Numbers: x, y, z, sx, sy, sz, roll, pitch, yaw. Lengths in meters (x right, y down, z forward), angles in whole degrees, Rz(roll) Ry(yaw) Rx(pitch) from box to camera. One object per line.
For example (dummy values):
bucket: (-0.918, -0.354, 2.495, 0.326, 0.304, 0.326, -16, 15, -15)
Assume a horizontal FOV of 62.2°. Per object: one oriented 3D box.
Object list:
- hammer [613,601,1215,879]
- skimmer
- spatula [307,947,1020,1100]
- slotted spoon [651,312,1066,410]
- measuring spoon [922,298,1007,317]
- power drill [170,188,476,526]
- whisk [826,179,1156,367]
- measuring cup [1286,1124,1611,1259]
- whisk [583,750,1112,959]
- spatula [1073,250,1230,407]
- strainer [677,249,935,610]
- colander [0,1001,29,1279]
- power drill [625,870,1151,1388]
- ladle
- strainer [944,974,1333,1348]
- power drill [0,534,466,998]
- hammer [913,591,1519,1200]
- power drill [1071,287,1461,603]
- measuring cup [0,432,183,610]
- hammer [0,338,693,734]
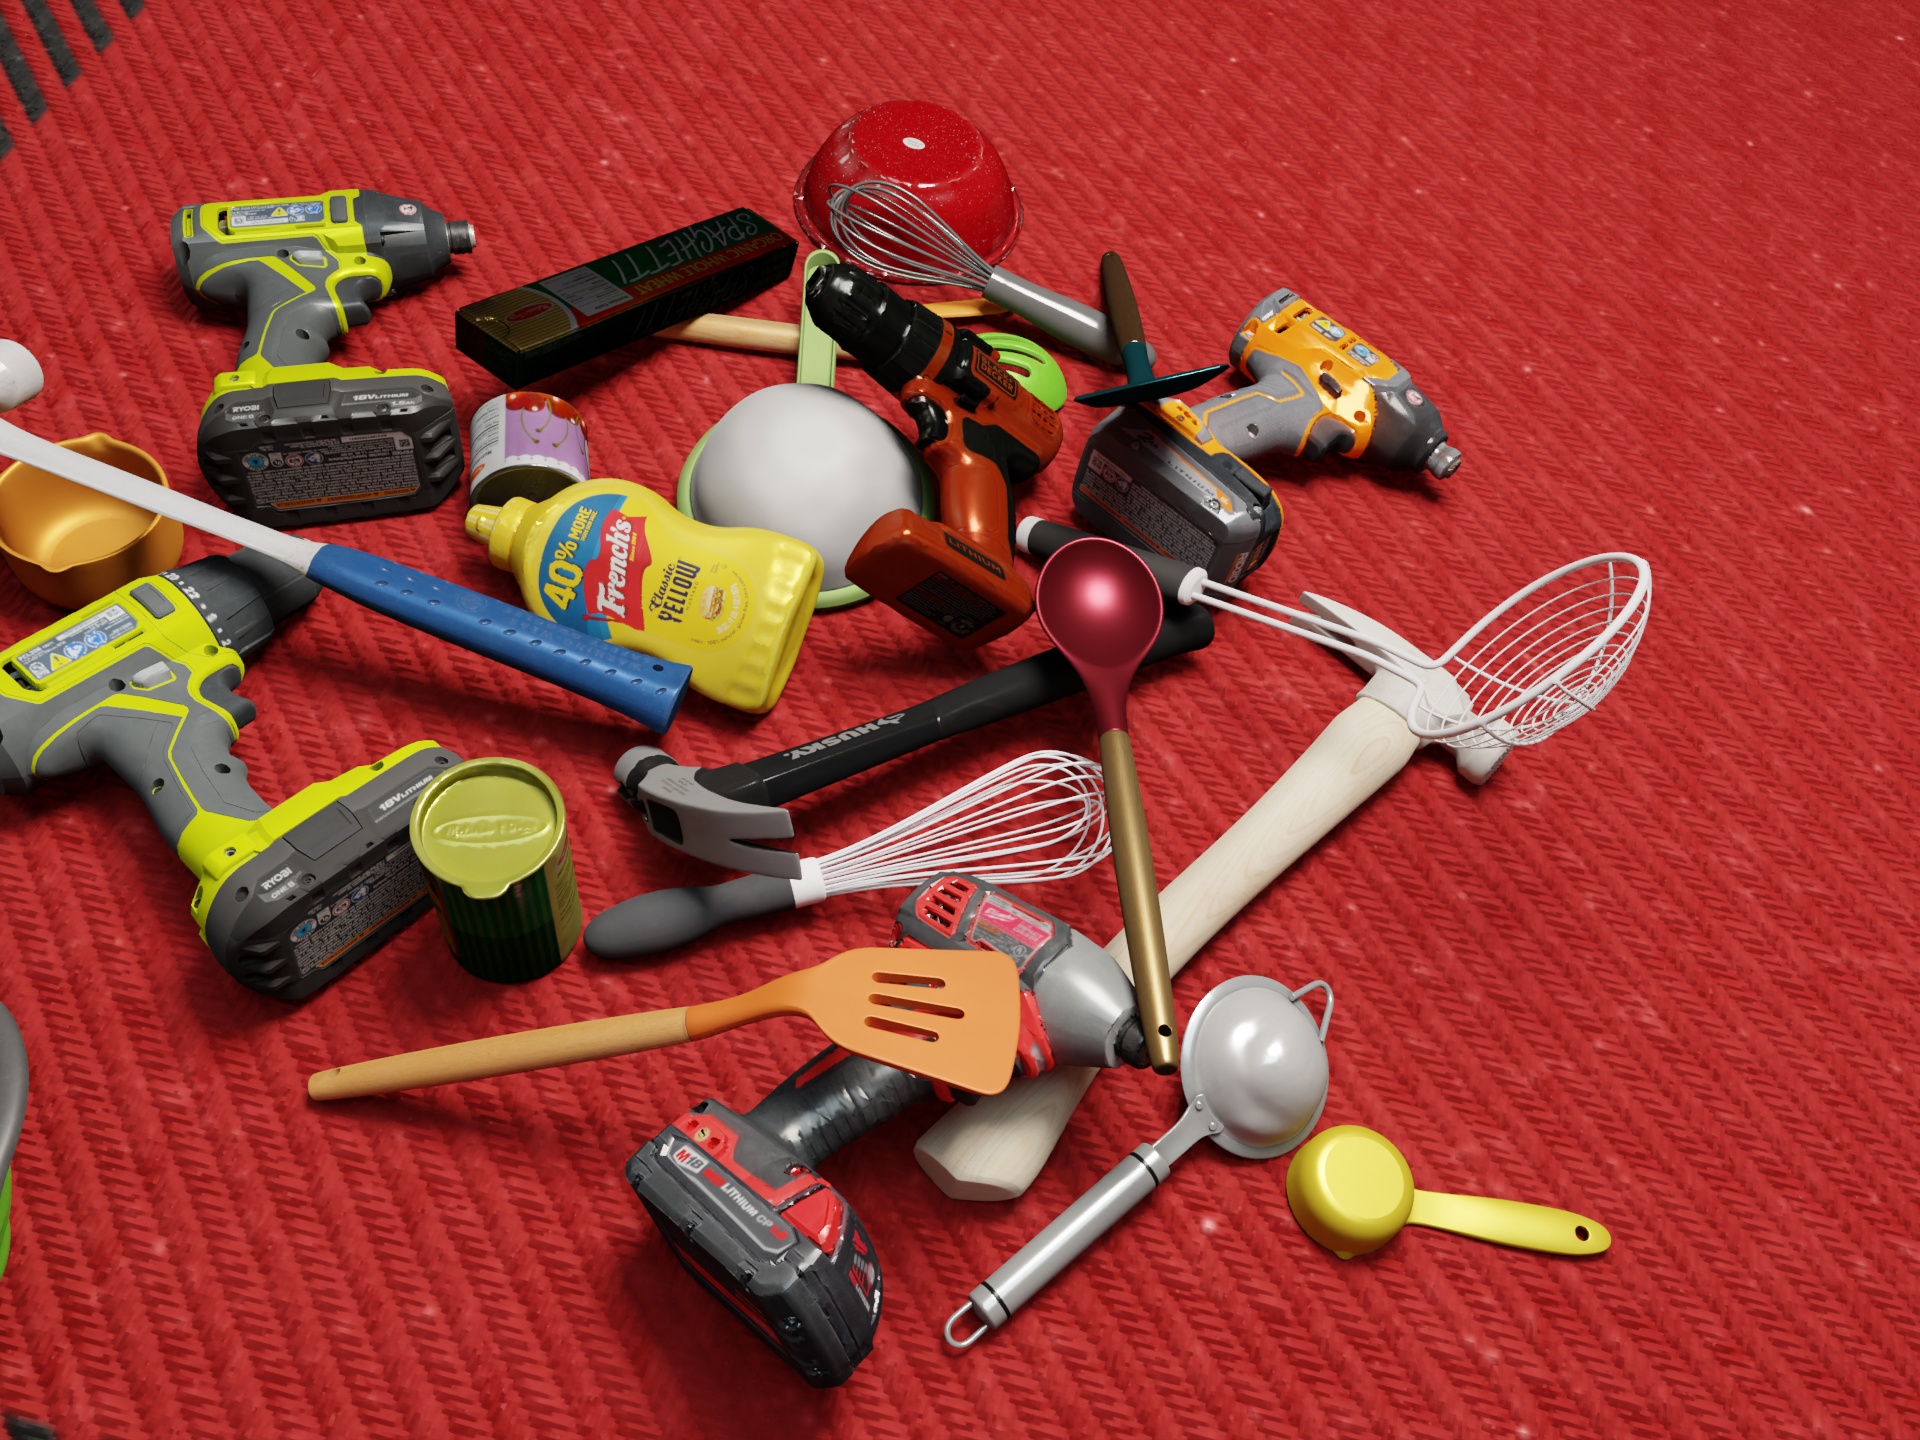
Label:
hammer: (-0.001, -0.003, 0.831, 0.334, 0.035, 0.146, -21, 24, -27)
skimmer: (0.166, -0.074, 0.819, 0.363, 0.090, 0.127, 23, 58, 36)
spatula: (-0.135, 0.142, 0.687, 0.322, 0.041, 0.081, -11, 34, 13)
slotted spoon: (-0.086, -0.238, 1.009, 0.313, 0.031, 0.070, 7, 49, -2)
measuring spoon: (-0.013, -0.272, 1.039, 0.117, 0.011, 0.021, -11, 40, -26)
power drill: (-0.364, -0.225, 0.930, 0.171, 0.080, 0.223, -9, 56, -14)
whisk: (0.021, -0.285, 1.028, 0.239, 0.055, 0.055, 25, 56, -6)
measuring cup: (0.233, 0.227, 0.745, 0.156, 0.029, 0.062, 10, 56, 0)
whisk: (-0.046, 0.073, 0.793, 0.284, 0.070, 0.070, -15, 60, -12)
spatula: (0.102, -0.242, 0.962, 0.082, 0.044, 0.318, -12, 32, 7)
strainer: (-0.086, -0.190, 0.933, 0.151, 0.069, 0.257, 3, 64, -4)
colander: (-0.502, 0.167, 0.653, 0.397, 0.094, 0.204, 29, 56, 32)
power drill: (-0.021, 0.166, 0.691, 0.143, 0.078, 0.220, 24, 54, 40)
ladle: (0.078, 0.028, 0.760, 0.069, 0.031, 0.316, 1, 47, -5)
strainer: (0.095, 0.201, 0.733, 0.258, 0.050, 0.087, -35, 95, -20)
power drill: (-0.346, 0.008, 0.777, 0.229, 0.080, 0.190, 37, 53, 18)
hammer: (0.122, 0.084, 0.821, 0.146, 0.038, 0.411, 40, 60, 19)
power drill: (0.195, -0.166, 0.972, 0.164, 0.084, 0.226, 41, 56, 18)
measuring cup: (-0.503, -0.101, 0.841, 0.173, 0.052, 0.095, 0, 57, -6)
hammer: (-0.333, -0.080, 0.792, 0.405, 0.035, 0.144, 21, 32, -5)
